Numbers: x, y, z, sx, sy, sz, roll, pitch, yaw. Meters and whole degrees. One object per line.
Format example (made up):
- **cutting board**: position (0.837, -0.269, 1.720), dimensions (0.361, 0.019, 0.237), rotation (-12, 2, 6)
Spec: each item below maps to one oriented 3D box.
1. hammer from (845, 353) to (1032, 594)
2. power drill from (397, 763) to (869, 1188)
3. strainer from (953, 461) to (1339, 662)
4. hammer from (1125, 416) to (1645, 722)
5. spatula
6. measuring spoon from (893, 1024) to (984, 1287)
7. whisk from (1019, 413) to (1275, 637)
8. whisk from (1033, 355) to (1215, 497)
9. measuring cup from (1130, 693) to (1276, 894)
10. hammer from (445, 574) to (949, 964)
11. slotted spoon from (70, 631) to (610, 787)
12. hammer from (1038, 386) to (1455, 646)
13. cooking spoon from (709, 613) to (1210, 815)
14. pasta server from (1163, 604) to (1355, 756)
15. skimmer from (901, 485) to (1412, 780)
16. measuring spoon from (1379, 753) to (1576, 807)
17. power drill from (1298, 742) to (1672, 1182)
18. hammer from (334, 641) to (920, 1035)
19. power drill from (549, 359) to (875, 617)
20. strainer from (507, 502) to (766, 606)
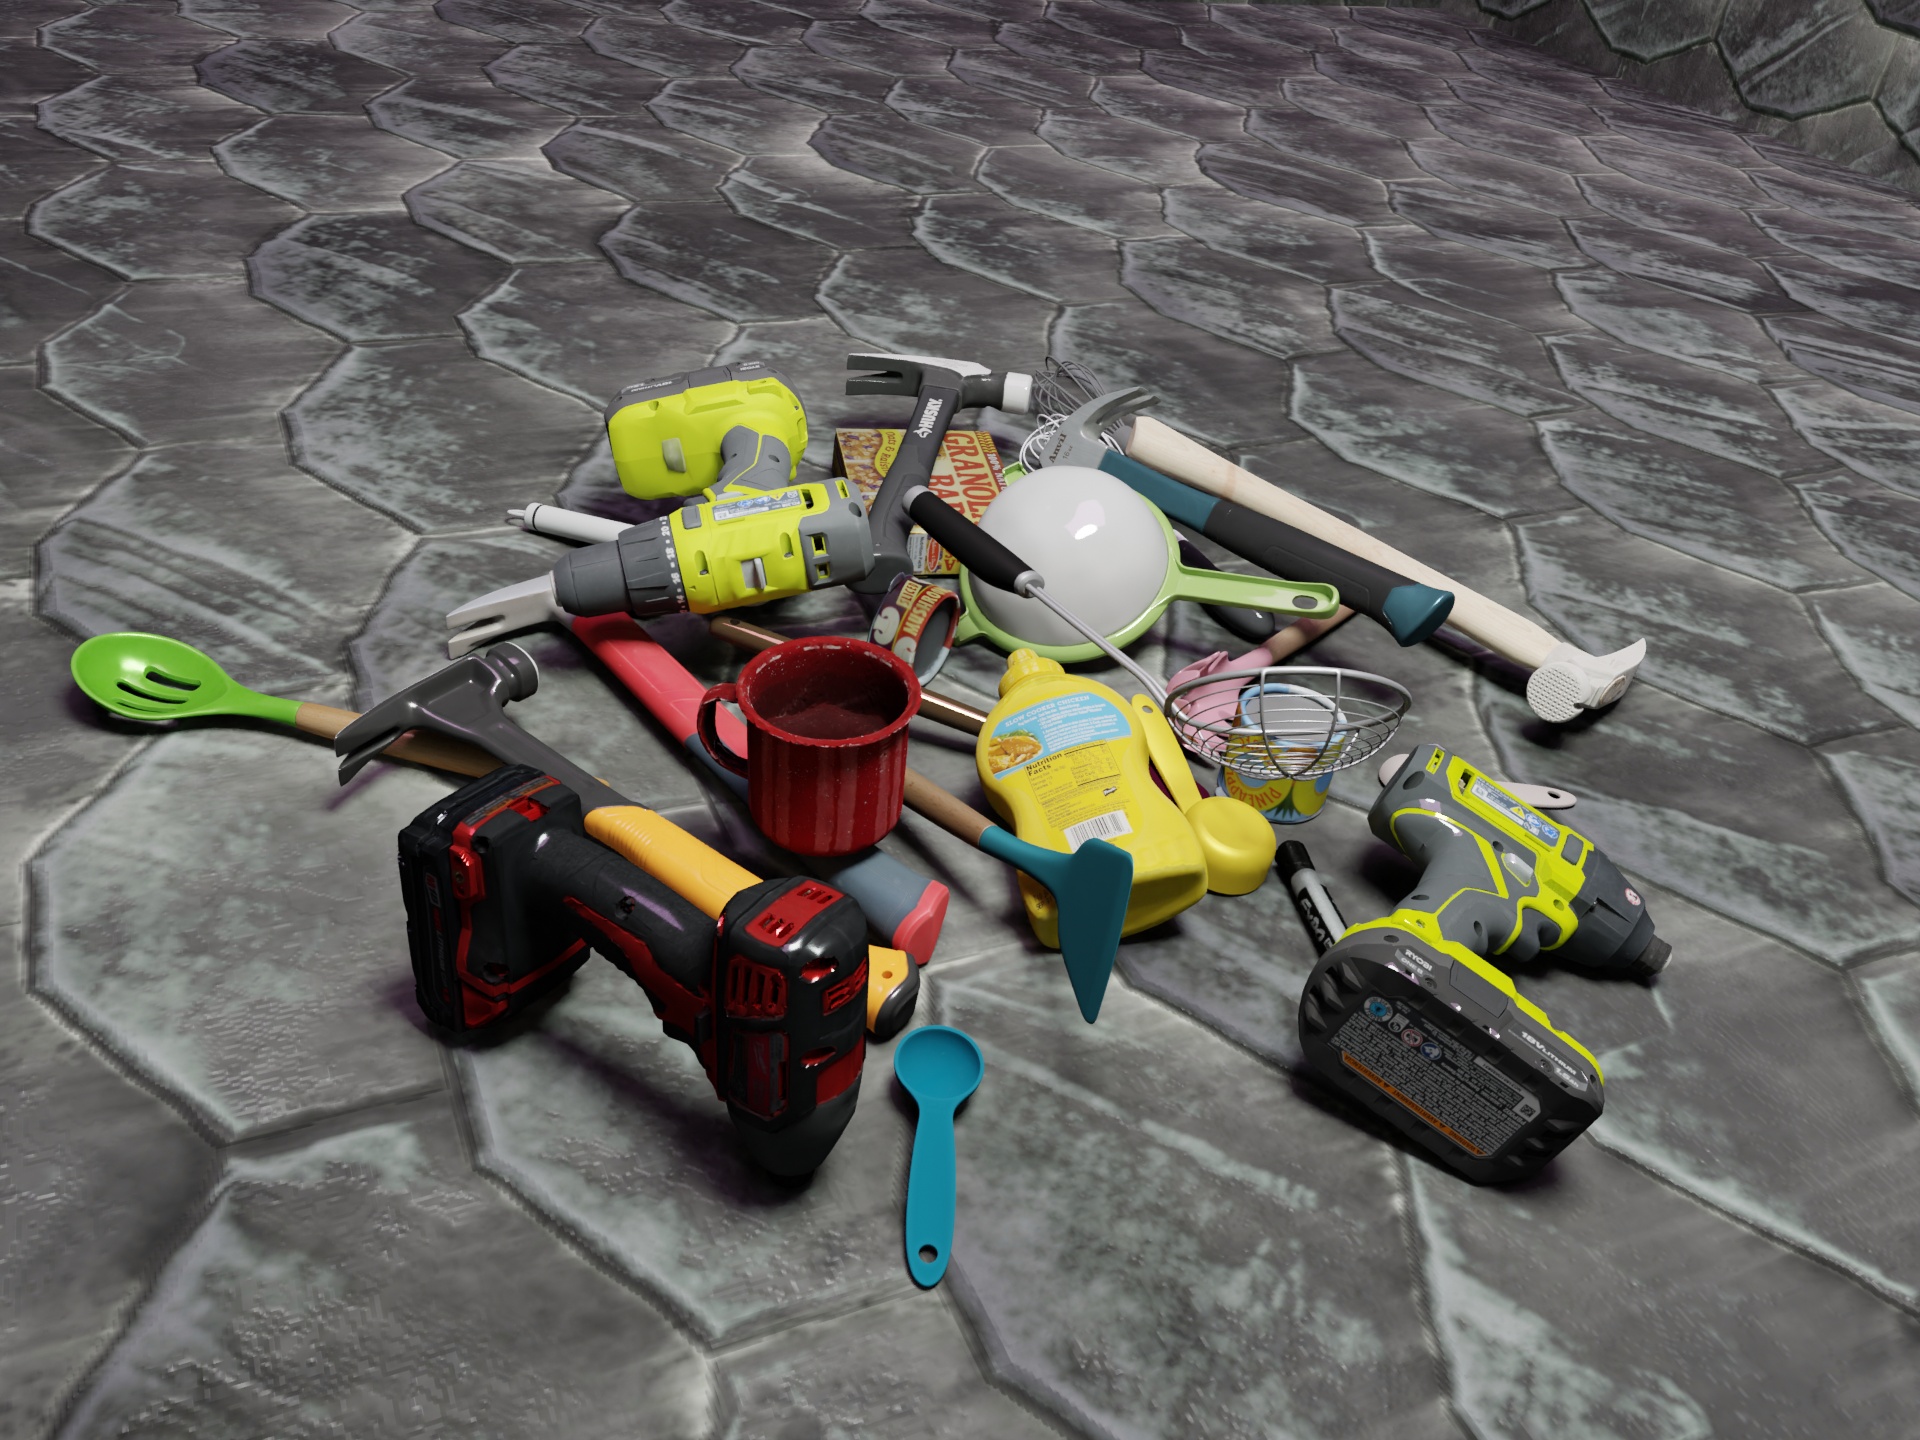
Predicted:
- **hammer**: position (-0.039, -0.186, 1.146), dimensions (0.146, 0.035, 0.335), rotation (10, 36, 4)
- **power drill**: position (-0.138, 0.113, 0.697), dimensions (0.220, 0.143, 0.078), rotation (19, 32, 26)
- **strainer**: position (0.117, -0.108, 1.034), dimensions (0.256, 0.069, 0.152), rotation (10, 63, 19)
- **hammer**: position (0.292, -0.125, 1.155), dimensions (0.411, 0.038, 0.146), rotation (36, 33, 30)
- **spatula**: position (-0.008, 0.051, 0.838), dimensions (0.044, 0.082, 0.318), rotation (1, 18, -39)
- **measuring spoon**: position (-0.013, 0.194, 0.707), dimensions (0.042, 0.021, 0.129), rotation (6, 44, -3)
- **whisk**: position (0.136, -0.145, 1.179), dimensions (0.070, 0.070, 0.285), rotation (-16, 46, -30)
- **whisk**: position (0.134, -0.235, 1.309), dimensions (0.055, 0.055, 0.239), rotation (-15, 45, -29)
- **measuring cup**: position (0.135, 0.033, 0.924), dimensions (0.062, 0.029, 0.157), rotation (-3, 47, -22)
- **hammer**: position (-0.149, 0.018, 0.906), dimensions (0.143, 0.038, 0.387), rotation (-21, 44, -33)
- **slotted spoon**: position (-0.348, 0.005, 0.897), dimensions (0.314, 0.031, 0.070), rotation (13, 36, 5)
- **hammer**: position (0.185, -0.132, 1.092), dimensions (0.331, 0.128, 0.033), rotation (32, 11, 35)
- **cooking spoon**: position (-0.002, -0.003, 0.951), dimensions (0.319, 0.017, 0.069), rotation (20, 37, 4)
- **pasta server**: position (0.225, -0.051, 1.074), dimensions (0.040, 0.060, 0.316), rotation (-3, 19, 43)
- **skimmer**: position (0.095, -0.074, 0.928), dimensions (0.364, 0.090, 0.127), rotation (41, 13, 37)
- **measuring spoon**: position (0.322, 0.037, 0.984), dimensions (0.124, 0.018, 0.034), rotation (7, 35, -2)
- **power drill**: position (0.271, 0.117, 0.802), dimensions (0.171, 0.080, 0.223), rotation (35, 38, 9)
- **hammer**: position (-0.166, 0.065, 0.819), dimensions (0.337, 0.034, 0.127), rotation (29, 41, 22)
- **power drill**: position (-0.168, -0.144, 1.022), dimensions (0.190, 0.080, 0.229), rotation (-12, 37, -7)
- **strainer**: position (-0.201, -0.117, 1.085), dimensions (0.258, 0.050, 0.087), rotation (15, 22, 20)
